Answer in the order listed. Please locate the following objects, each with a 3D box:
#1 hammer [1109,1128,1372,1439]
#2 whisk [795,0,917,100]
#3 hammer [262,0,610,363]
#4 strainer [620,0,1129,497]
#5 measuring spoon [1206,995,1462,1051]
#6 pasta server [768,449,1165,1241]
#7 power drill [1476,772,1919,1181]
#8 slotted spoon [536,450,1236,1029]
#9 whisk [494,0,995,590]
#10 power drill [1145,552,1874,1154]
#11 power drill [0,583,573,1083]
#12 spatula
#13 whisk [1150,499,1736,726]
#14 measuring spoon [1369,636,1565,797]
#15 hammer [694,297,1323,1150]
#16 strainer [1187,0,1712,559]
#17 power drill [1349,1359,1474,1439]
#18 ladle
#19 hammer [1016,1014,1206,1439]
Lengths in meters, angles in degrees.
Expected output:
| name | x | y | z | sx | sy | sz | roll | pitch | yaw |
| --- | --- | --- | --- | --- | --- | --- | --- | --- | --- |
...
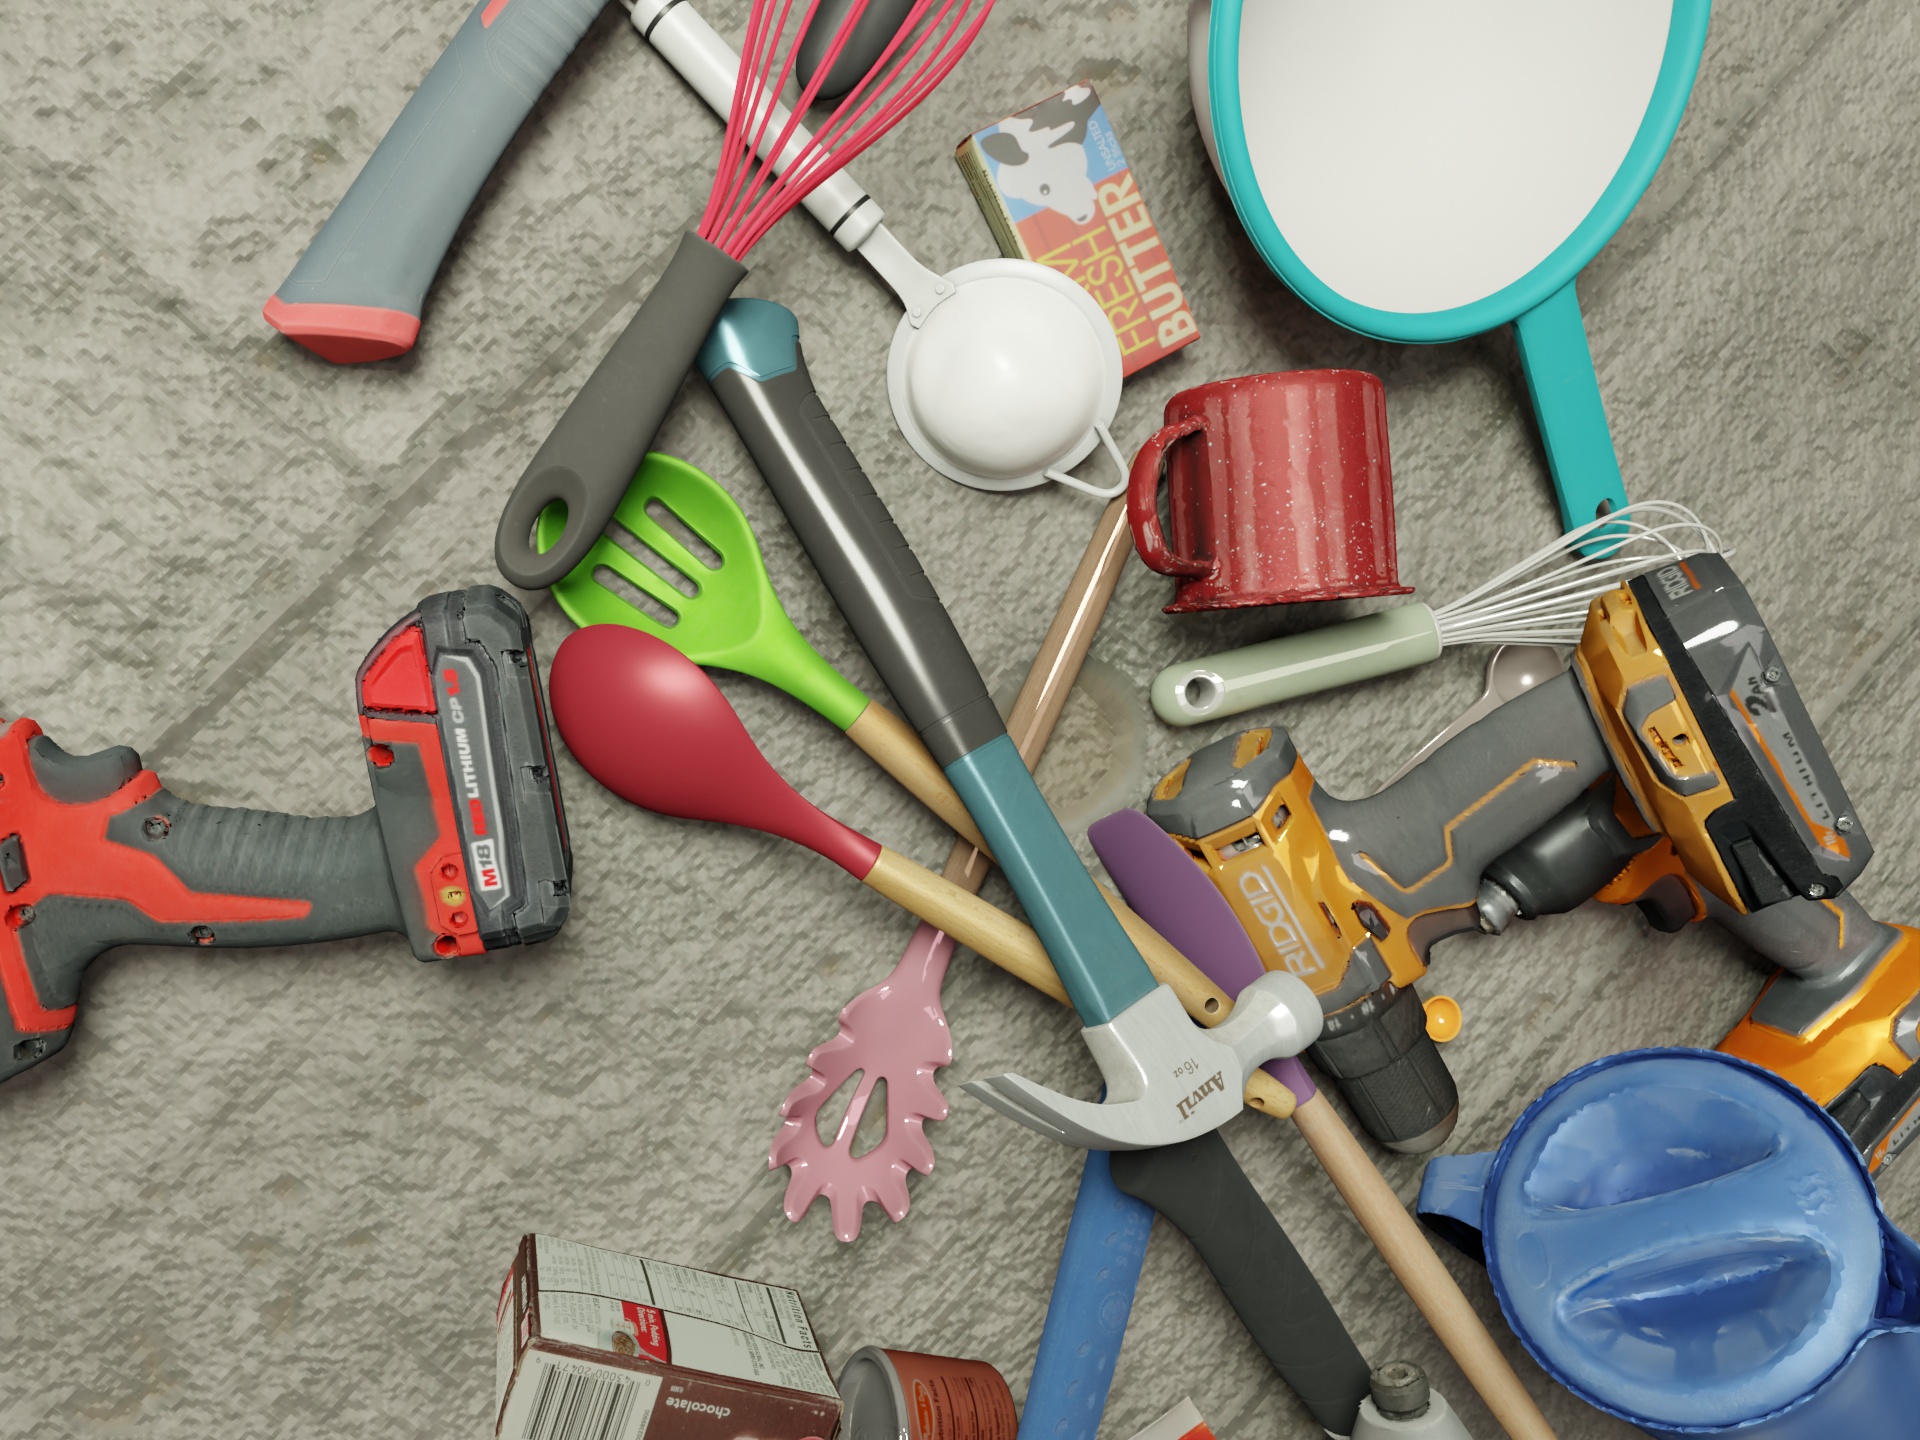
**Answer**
| name | x | y | z | sx | sy | sz | roll | pitch | yaw |
| --- | --- | --- | --- | --- | --- | --- | --- | --- | --- |
| hammer | 0.174 | 0.293 | 0.645 | 0.149 | 0.036 | 0.408 | -41 | 113 | -19 |
| whisk | 0.026 | -0.338 | 0.555 | 0.070 | 0.070 | 0.284 | 33 | 91 | -17 |
| hammer | -0.116 | -0.289 | 0.519 | 0.143 | 0.038 | 0.386 | 36 | 91 | 7 |
| strainer | -0.032 | -0.168 | 0.562 | 0.087 | 0.050 | 0.258 | -41 | 100 | 22 |
| measuring spoon | 0.157 | 0.128 | 0.671 | 0.117 | 0.011 | 0.021 | -1 | 83 | -13 |
| pasta server | 0.010 | 0.042 | 0.603 | 0.060 | 0.040 | 0.316 | 24 | 88 | -7 |
| power drill | 0.322 | 0.089 | 0.678 | 0.164 | 0.084 | 0.226 | -42 | 101 | -7 |
| slotted spoon | -0.019 | 0.016 | 0.574 | 0.313 | 0.031 | 0.070 | 39 | 85 | -8 |
| whisk | -0.069 | -0.169 | 0.514 | 0.073 | 0.073 | 0.296 | 31 | 96 | -17 |
| power drill | 0.208 | 0.060 | 0.599 | 0.226 | 0.084 | 0.185 | -26 | 101 | 22 |
| power drill | -0.250 | 0.008 | 0.506 | 0.226 | 0.080 | 0.188 | -10 | 99 | -12 |
| spatula | 0.147 | 0.166 | 0.612 | 0.018 | 0.060 | 0.316 | -34 | 91 | -29 |
| whisk | 0.194 | -0.038 | 0.636 | 0.246 | 0.059 | 0.058 | -14 | 95 | -5 |
| measuring spoon | 0.203 | 0.011 | 0.670 | 0.124 | 0.018 | 0.034 | -44 | 104 | 0 |
| hammer | -0.001 | -0.002 | 0.551 | 0.128 | 0.033 | 0.331 | -28 | 87 | -33 |
| strainer | 0.186 | -0.206 | 0.610 | 0.211 | 0.095 | 0.340 | -37 | 125 | -7 |
| power drill | 0.109 | 0.325 | 0.547 | 0.219 | 0.078 | 0.143 | -15 | 97 | -33 |
| ladle | -0.010 | 0.064 | 0.568 | 0.315 | 0.031 | 0.069 | 31 | 127 | -9 |
| hammer | 0.026 | 0.302 | 0.573 | 0.144 | 0.035 | 0.406 | 30 | 68 | -32 |
